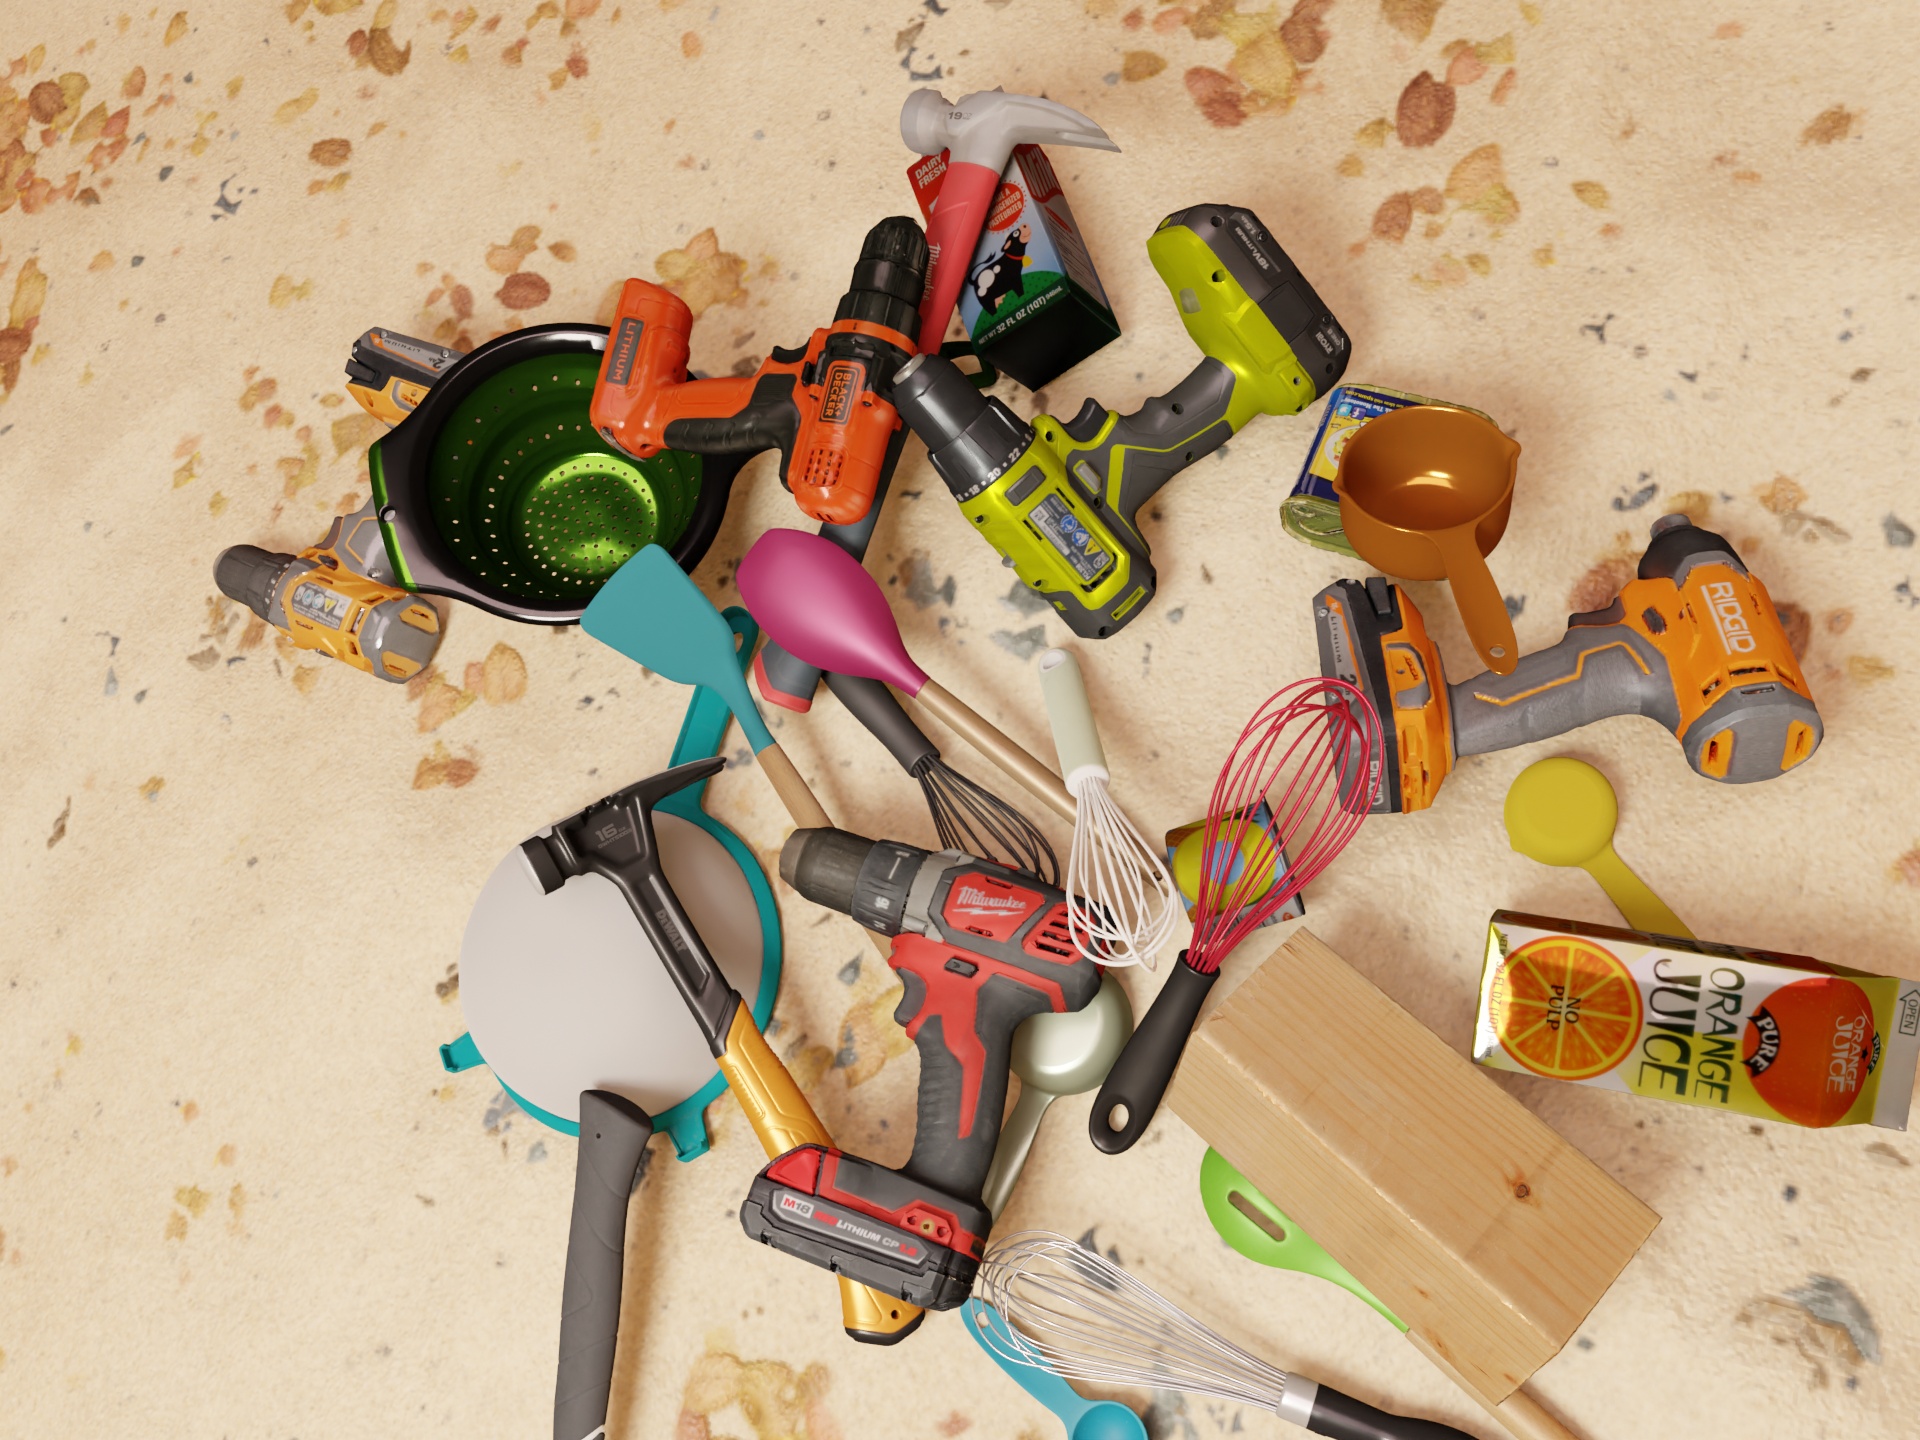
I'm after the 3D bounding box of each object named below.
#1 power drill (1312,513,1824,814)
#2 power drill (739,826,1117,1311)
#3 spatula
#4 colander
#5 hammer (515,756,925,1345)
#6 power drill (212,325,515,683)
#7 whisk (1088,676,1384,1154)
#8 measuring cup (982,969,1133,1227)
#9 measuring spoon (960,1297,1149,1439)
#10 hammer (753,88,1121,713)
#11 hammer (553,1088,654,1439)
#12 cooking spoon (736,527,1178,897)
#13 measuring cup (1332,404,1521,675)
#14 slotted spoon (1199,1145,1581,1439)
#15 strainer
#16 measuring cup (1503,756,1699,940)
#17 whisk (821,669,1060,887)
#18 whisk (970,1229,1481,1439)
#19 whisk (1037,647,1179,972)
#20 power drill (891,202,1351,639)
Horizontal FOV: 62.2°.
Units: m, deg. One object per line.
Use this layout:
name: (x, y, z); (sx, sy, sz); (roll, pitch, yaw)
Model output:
power drill: (0.304, -0.035, 0.829); (0.226, 0.084, 0.164); (-8, 48, 13)
power drill: (-0.038, 0.170, 0.830); (0.188, 0.080, 0.227); (17, 71, 14)
spatula: (-0.107, 0.042, 0.930); (0.082, 0.044, 0.317); (-40, 79, 29)
colander: (-0.170, -0.167, 1.037); (0.397, 0.094, 0.205); (-16, 75, -6)
hammer: (-0.110, 0.185, 0.878); (0.127, 0.034, 0.337); (-29, 83, -19)
power drill: (-0.417, -0.155, 1.111); (0.185, 0.084, 0.226); (20, 85, 24)
whisk: (0.130, 0.108, 0.804); (0.073, 0.073, 0.295); (34, 116, 24)
measuring cup: (0.036, 0.206, 0.869); (0.083, 0.038, 0.167); (22, 79, 23)
measuring spoon: (0.048, 0.350, 0.837); (0.129, 0.021, 0.042); (35, 82, 33)
hammer: (-0.029, -0.185, 0.950); (0.143, 0.038, 0.386); (20, 91, 31)
hammer: (-0.212, 0.409, 0.861); (0.149, 0.036, 0.409); (1, 82, 21)
cooking spoon: (-0.001, -0.003, 0.915); (0.319, 0.017, 0.069); (38, 98, 8)
measuring cup: (0.246, -0.080, 0.802); (0.095, 0.052, 0.174); (-12, 56, 5)
slotted spoon: (0.244, 0.311, 0.777); (0.314, 0.031, 0.070); (39, 84, 23)
strainer: (-0.201, 0.080, 0.956); (0.211, 0.095, 0.340); (14, 79, 21)
measuring cup: (0.341, 0.083, 0.814); (0.062, 0.029, 0.157); (-37, 65, 4)
whisk: (-0.024, 0.027, 0.945); (0.055, 0.055, 0.239); (-42, 61, 2)
whisk: (0.137, 0.327, 0.795); (0.285, 0.070, 0.070); (17, 79, 17)
whisk: (0.071, 0.039, 0.859); (0.058, 0.059, 0.247); (-28, 38, 14)
power drill: (0.091, -0.186, 0.911); (0.228, 0.080, 0.190); (-44, 107, -3)
